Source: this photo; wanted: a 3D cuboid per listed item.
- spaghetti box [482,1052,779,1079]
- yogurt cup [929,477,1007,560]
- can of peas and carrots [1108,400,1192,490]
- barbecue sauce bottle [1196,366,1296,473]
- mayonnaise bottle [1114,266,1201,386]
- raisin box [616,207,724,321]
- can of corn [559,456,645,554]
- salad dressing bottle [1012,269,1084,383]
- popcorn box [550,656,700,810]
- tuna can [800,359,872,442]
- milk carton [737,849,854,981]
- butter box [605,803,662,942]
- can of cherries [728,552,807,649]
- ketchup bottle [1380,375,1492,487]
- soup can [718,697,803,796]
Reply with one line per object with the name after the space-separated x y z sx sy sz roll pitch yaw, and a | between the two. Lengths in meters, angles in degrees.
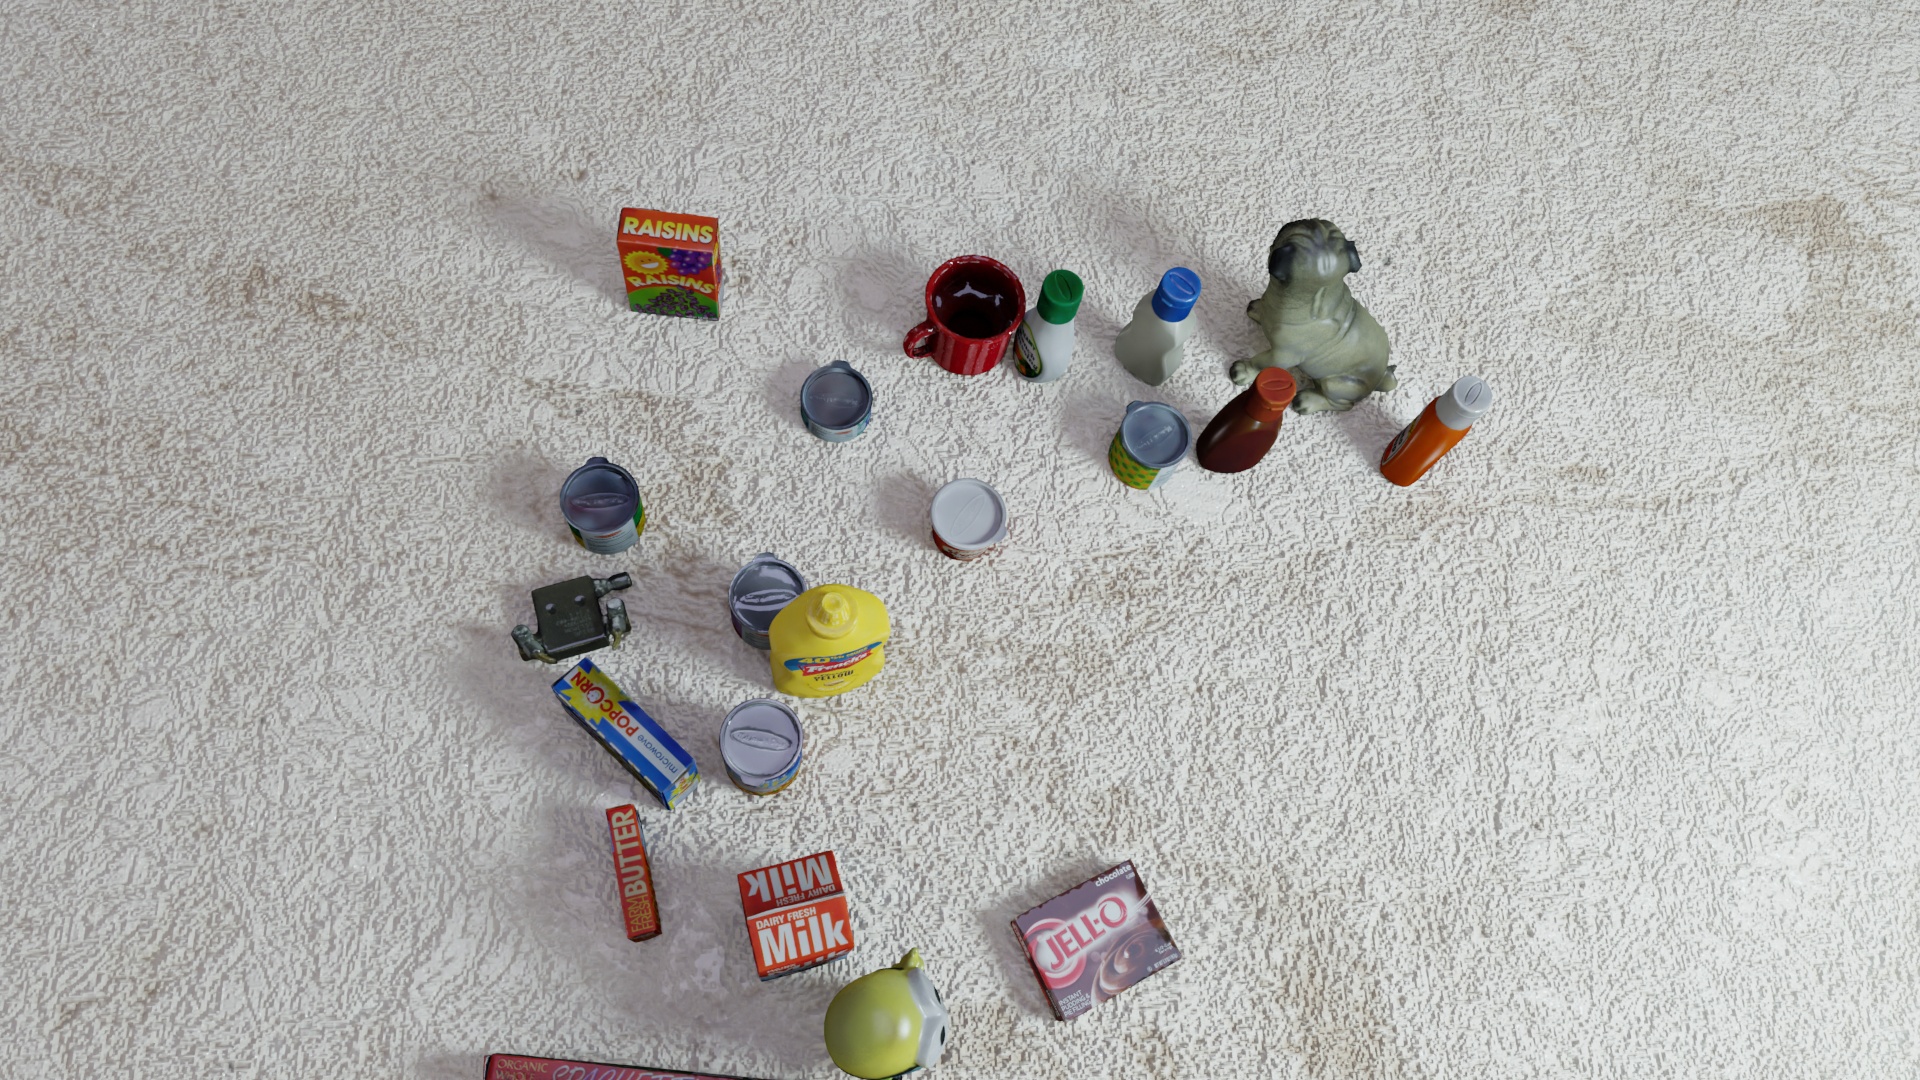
-0.231 0.414 1.051 0.250 0.050 0.029 7 69 -4 | spaghetti box
0.004 -0.016 1.239 0.072 0.053 0.072 2 70 -6 | yogurt cup
0.173 -0.088 1.284 0.071 0.058 0.071 2 70 -6 | can of peas and carrots
0.262 -0.107 1.254 0.065 0.148 0.044 -4 71 -8 | barbecue sauce bottle
0.185 -0.199 1.279 0.065 0.147 0.041 41 71 8 | mayonnaise bottle
-0.260 -0.249 1.256 0.086 0.123 0.040 6 70 -5 | raisin box
-0.309 -0.029 1.203 0.071 0.058 0.071 2 70 -6 | can of corn
0.081 -0.195 1.265 0.044 0.147 0.064 -19 73 -13 | salad dressing bottle
-0.268 0.158 1.123 0.127 0.085 0.038 41 71 9 | popcorn box
-0.114 -0.128 1.277 0.071 0.032 0.071 2 69 -6 | tuna can
-0.124 0.281 1.039 0.072 0.189 0.073 -13 72 -11 | milk carton
-0.259 0.264 1.102 0.024 0.053 0.104 -12 72 -11 | butter box
-0.164 0.053 1.190 0.071 0.058 0.072 2 70 -6 | can of cherries
0.438 -0.102 1.274 0.043 0.148 0.065 35 70 6 | ketchup bottle
-0.162 0.172 1.132 0.071 0.083 0.071 2 70 -6 | soup can
